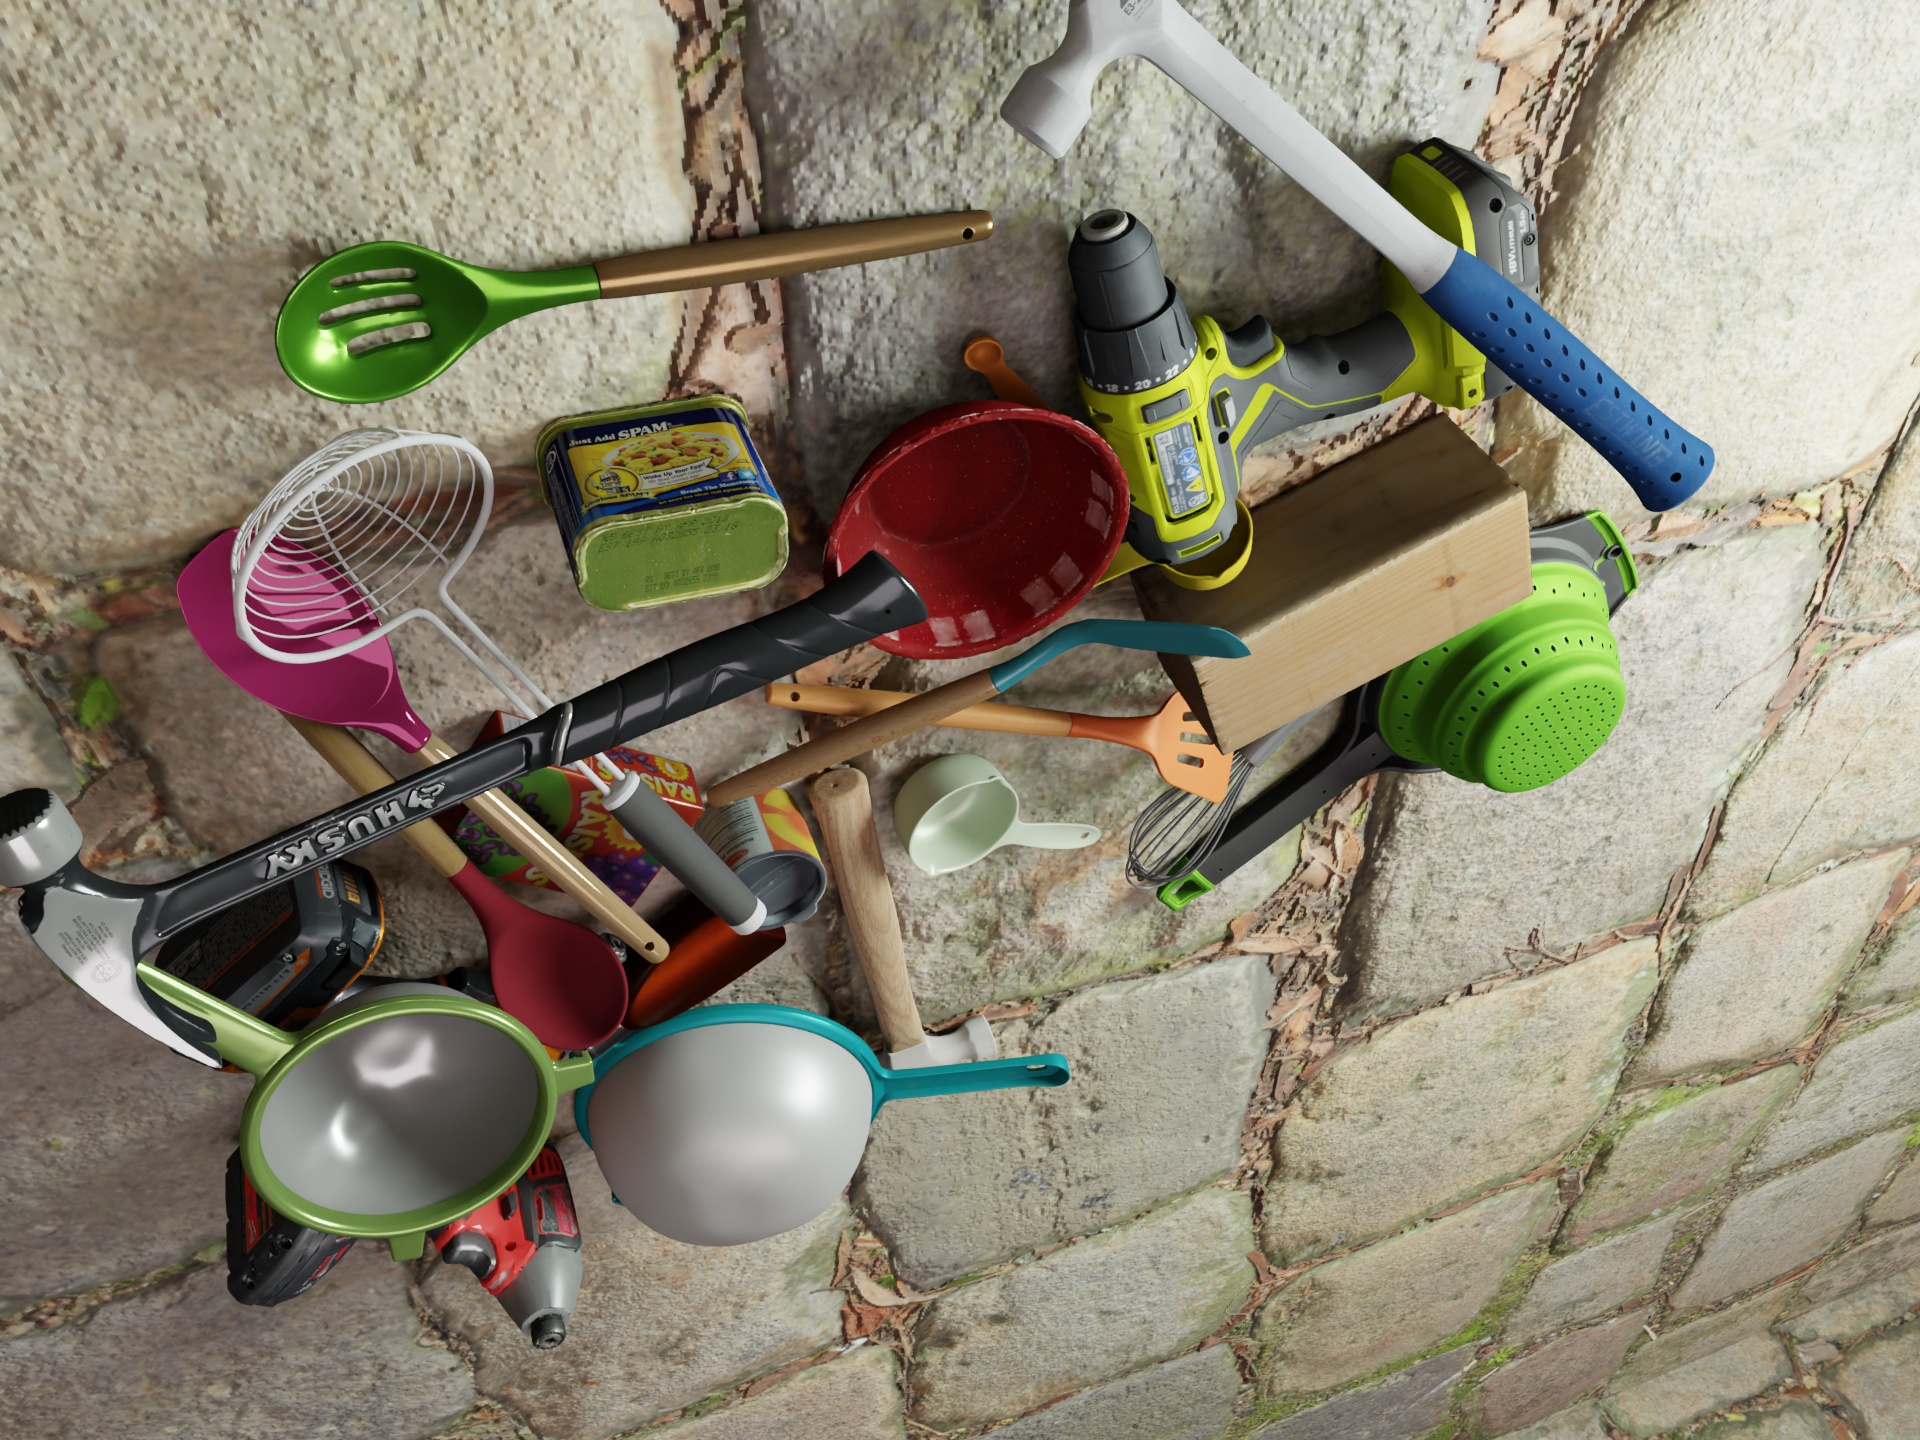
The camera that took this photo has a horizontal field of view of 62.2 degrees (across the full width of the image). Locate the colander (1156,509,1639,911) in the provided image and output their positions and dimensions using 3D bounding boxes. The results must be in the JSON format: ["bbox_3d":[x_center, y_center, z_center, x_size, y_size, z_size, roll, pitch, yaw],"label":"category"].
[{"bbox_3d":[0.308,0.031,1.077,0.397,0.095,0.204,-39,137,12],"label":"colander"}]

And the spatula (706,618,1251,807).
[{"bbox_3d":[-0.001,-0.003,0.870,0.317,0.044,0.082,-22,165,17],"label":"spatula"}]

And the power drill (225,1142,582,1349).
[{"bbox_3d":[-0.334,0.316,0.993,0.219,0.143,0.078,29,112,-40],"label":"power drill"}]

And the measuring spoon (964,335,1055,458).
[{"bbox_3d":[0.035,-0.161,0.816,0.021,0.011,0.116,-25,143,20],"label":"measuring spoon"}]

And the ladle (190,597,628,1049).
[{"bbox_3d":[-0.274,0.059,0.806,0.069,0.031,0.315,-33,122,0],"label":"ladle"}]

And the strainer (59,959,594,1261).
[{"bbox_3d":[-0.321,0.159,0.787,0.151,0.069,0.256,-46,125,4],"label":"strainer"}]

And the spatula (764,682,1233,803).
[{"bbox_3d":[0.038,0.000,0.950,0.322,0.041,0.081,6,92,-23],"label":"spatula"}]

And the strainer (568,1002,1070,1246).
[{"bbox_3d":[-0.089,0.283,1.072,0.340,0.095,0.210,-5,133,-5],"label":"strainer"}]

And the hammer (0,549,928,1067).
[{"bbox_3d":[-0.197,0.019,0.718,0.409,0.036,0.149,-25,127,-17],"label":"hammer"}]

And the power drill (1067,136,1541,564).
[{"bbox_3d":[0.166,-0.198,0.798,0.228,0.080,0.190,-24,133,-1],"label":"power drill"}]

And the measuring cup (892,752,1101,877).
[{"bbox_3d":[0.026,0.059,1.009,0.167,0.038,0.083,9,123,-45],"label":"measuring cup"}]

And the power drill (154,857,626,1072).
[{"bbox_3d":[-0.305,0.149,0.893,0.164,0.084,0.226,-40,140,9],"label":"power drill"}]

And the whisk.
[{"bbox_3d":[0.193,0.024,1.050,0.055,0.055,0.239,28,111,-42],"label":"whisk"}]

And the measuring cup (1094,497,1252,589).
[{"bbox_3d":[0.089,-0.084,0.896,0.156,0.062,0.029,-19,159,8],"label":"measuring cup"}]

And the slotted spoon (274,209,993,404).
[{"bbox_3d":[-0.132,-0.192,0.687,0.313,0.031,0.070,-14,136,-17],"label":"slotted spoon"}]

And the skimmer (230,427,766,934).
[{"bbox_3d":[-0.193,0.008,0.766,0.127,0.090,0.362,-44,127,-9],"label":"skimmer"}]

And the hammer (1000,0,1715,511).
[{"bbox_3d":[0.216,-0.218,0.730,0.405,0.035,0.144,29,110,-26],"label":"hammer"}]

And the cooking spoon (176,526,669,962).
[{"bbox_3d":[-0.251,0.027,0.791,0.069,0.017,0.318,-48,123,-12],"label":"cooking spoon"}]

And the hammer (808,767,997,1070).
[{"bbox_3d":[-0.056,0.151,1.055,0.130,0.031,0.331,-20,137,-9],"label":"hammer"}]
